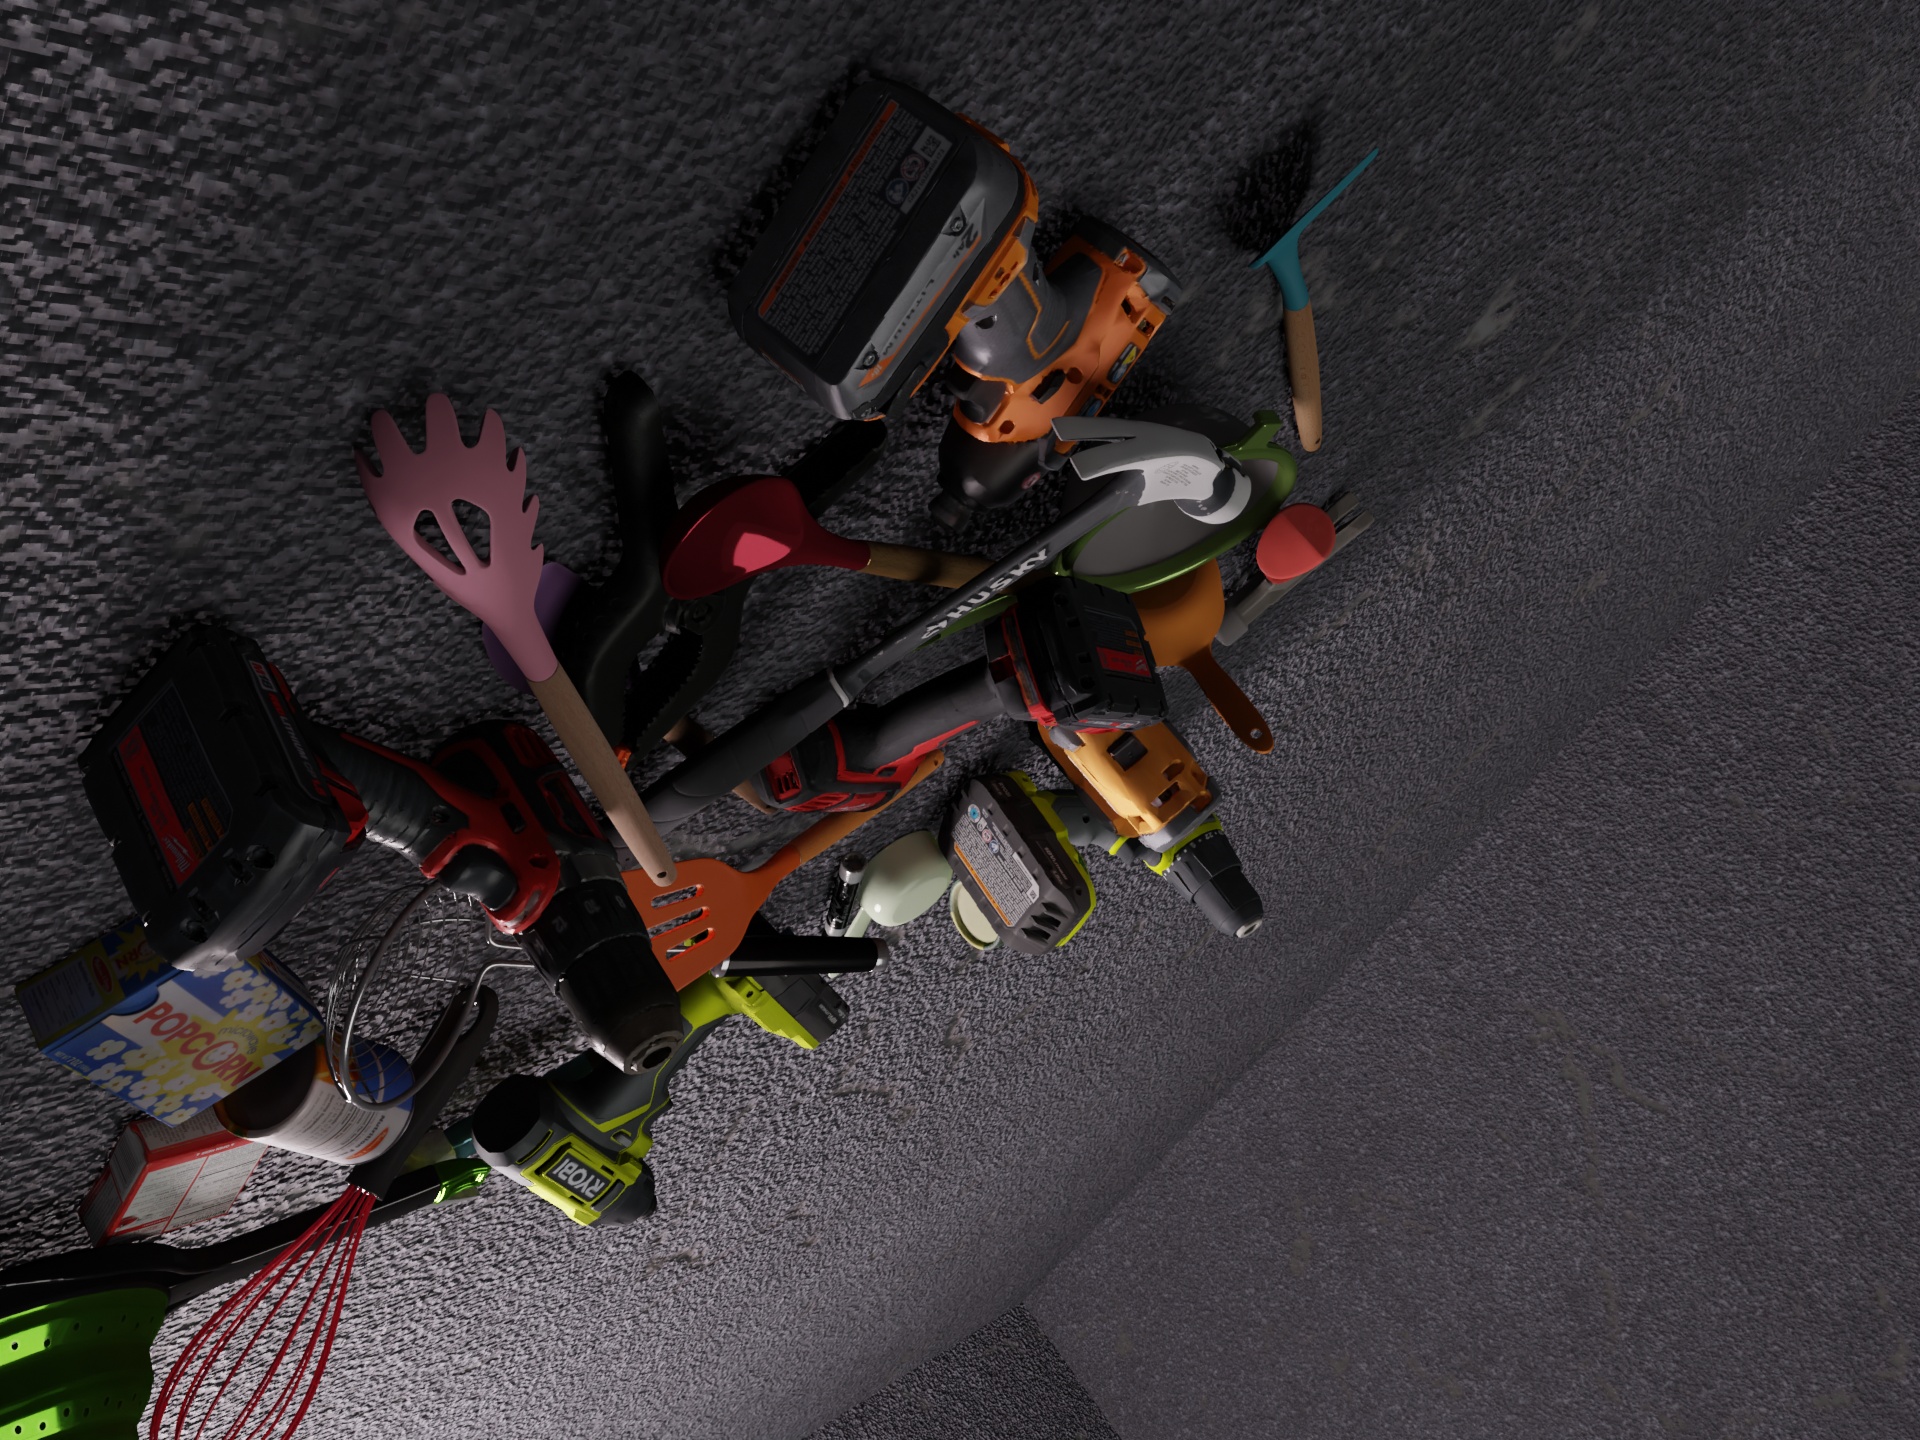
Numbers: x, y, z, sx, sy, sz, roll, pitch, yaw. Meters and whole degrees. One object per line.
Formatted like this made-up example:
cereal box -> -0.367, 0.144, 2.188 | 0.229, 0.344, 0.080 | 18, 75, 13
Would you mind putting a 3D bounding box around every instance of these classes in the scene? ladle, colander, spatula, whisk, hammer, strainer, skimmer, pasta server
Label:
ladle -> -0.032, -0.078, 0.774 | 0.069, 0.031, 0.315 | -49, 153, 24
colander -> -0.436, 0.349, 0.878 | 0.397, 0.095, 0.204 | -13, 153, -38
spatula -> 0.208, -0.230, 0.949 | 0.082, 0.044, 0.317 | -44, 157, -1
whisk -> -0.336, 0.275, 0.868 | 0.073, 0.073, 0.296 | 90, 24, -60
hammer -> 0.225, -0.113, 1.054 | 0.149, 0.037, 0.359 | -41, 175, 7
strainer -> 0.066, -0.117, 0.932 | 0.256, 0.069, 0.151 | -24, 162, 5
spatula -> -0.158, -0.001, 0.834 | 0.060, 0.018, 0.315 | -43, 155, -2
hammer -> -0.050, -0.025, 0.800 | 0.409, 0.036, 0.149 | -33, 162, 23
skimmer -> -0.175, 0.147, 0.893 | 0.363, 0.090, 0.127 | 6, 104, -39
pasta server -> -0.174, -0.013, 0.694 | 0.060, 0.040, 0.315 | -18, 145, -3
spatula -> -0.097, 0.073, 0.963 | 0.041, 0.081, 0.322 | -6, -165, 30
hammer -> -0.243, 0.231, 1.090 | 0.331, 0.033, 0.128 | -27, 152, -28

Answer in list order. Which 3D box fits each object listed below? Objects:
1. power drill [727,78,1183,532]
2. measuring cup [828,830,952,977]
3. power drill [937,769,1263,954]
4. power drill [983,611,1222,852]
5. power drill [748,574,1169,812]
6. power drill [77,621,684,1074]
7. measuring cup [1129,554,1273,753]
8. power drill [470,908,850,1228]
power drill -> 0.001, -0.165, 0.699 | 0.164, 0.084, 0.226 | -54, 157, 14
measuring cup -> -0.059, 0.154, 1.219 | 0.083, 0.038, 0.167 | -14, 143, -46
power drill -> 0.114, 0.100, 1.205 | 0.228, 0.191, 0.080 | -9, 144, -42
power drill -> 0.089, 0.001, 1.060 | 0.084, 0.185, 0.226 | -41, 175, 2
power drill -> -0.001, -0.003, 0.917 | 0.219, 0.079, 0.143 | -22, 167, 26
power drill -> -0.218, 0.063, 0.655 | 0.080, 0.188, 0.226 | -45, 152, 12
measuring cup -> 0.144, -0.054, 0.999 | 0.095, 0.174, 0.052 | -31, 150, -3
power drill -> -0.189, 0.231, 1.049 | 0.223, 0.080, 0.171 | -44, 140, -10
